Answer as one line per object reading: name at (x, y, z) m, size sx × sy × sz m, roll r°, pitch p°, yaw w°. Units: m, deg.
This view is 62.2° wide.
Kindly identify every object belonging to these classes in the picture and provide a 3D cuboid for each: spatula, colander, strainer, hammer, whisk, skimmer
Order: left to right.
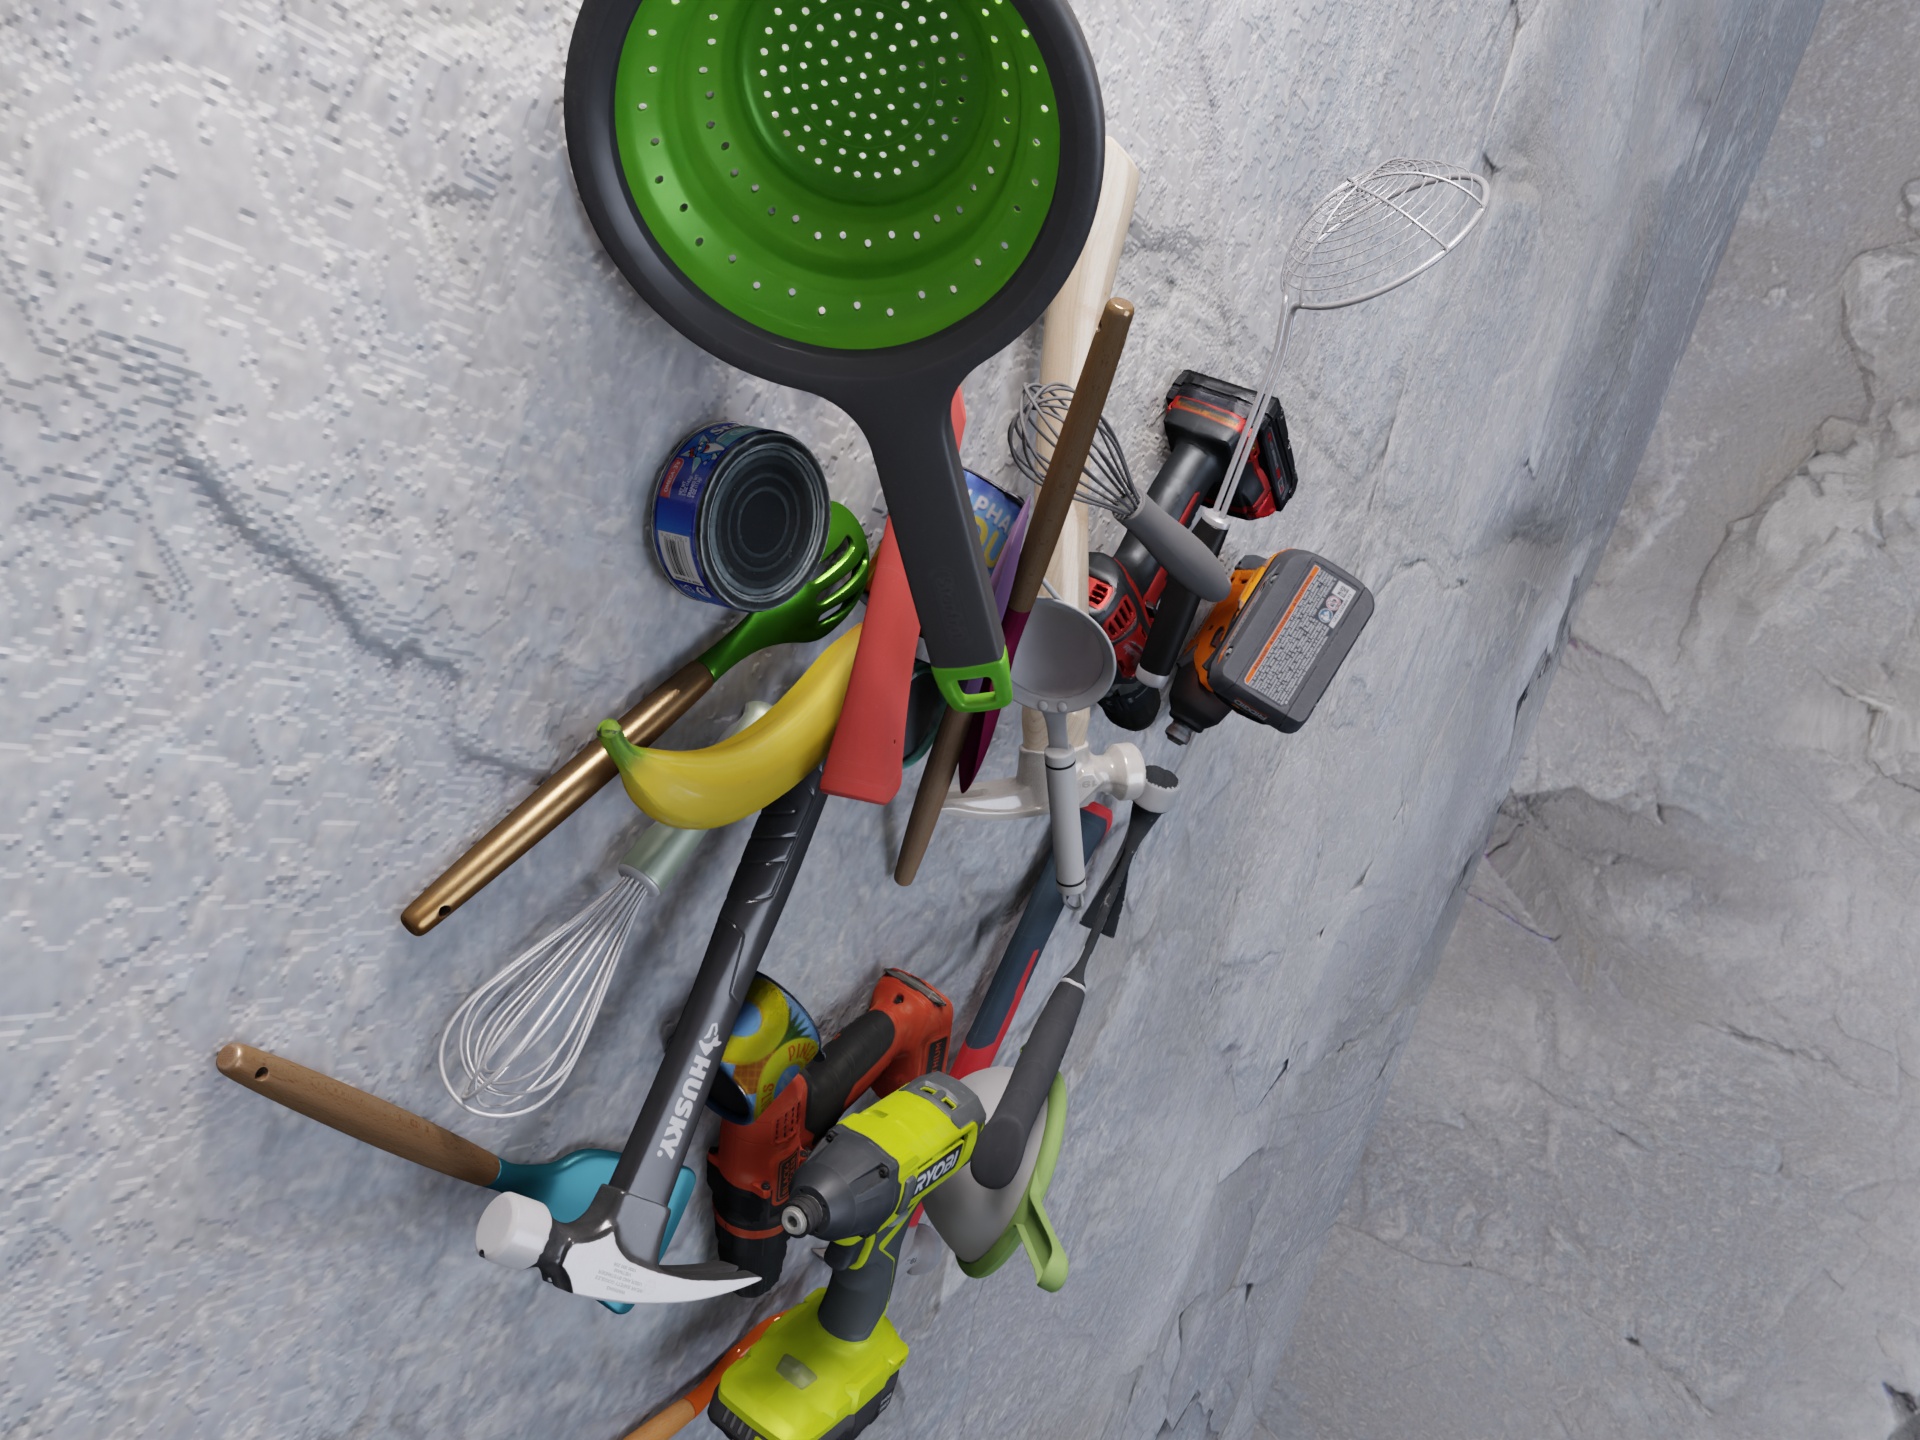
spatula at (-0.226, 0.206, 0.741) m, size 0.082 × 0.044 × 0.317 m, roll -63°, pitch 151°, yaw -18°
whisk at (-0.161, 0.083, 0.769) m, size 0.246 × 0.059 × 0.058 m, roll -56°, pitch -173°, yaw -27°
spatula at (-0.182, 0.450, 0.998) m, size 0.322 × 0.041 × 0.081 m, roll -17°, pitch 125°, yaw -54°
hammer at (-0.115, 0.130, 0.816) m, size 0.146 × 0.035 × 0.335 m, roll 35°, pitch 66°, yaw -37°
colander at (-0.027, -0.178, 0.680) m, size 0.095 × 0.204 × 0.396 m, roll -82°, pitch 162°, yaw -50°
hammer at (-0.018, -0.138, 0.787) m, size 0.149 × 0.037 × 0.359 m, roll 25°, pitch 76°, yaw -63°
spatula at (-0.001, -0.003, 0.906) m, size 0.315 × 0.018 × 0.060 m, roll 108°, pitch 2°, yaw -46°
hammer at (0.012, 0.232, 1.177) m, size 0.143 × 0.038 × 0.386 m, roll 30°, pitch 84°, yaw -60°
strainer at (0.016, 0.300, 1.033) m, size 0.151 × 0.069 × 0.256 m, roll -64°, pitch -171°, yaw 1°
hammer at (0.052, -0.132, 0.950) m, size 0.146 × 0.038 × 0.410 m, roll -6°, pitch 114°, yaw -19°
strainer at (0.059, 0.013, 0.970) m, size 0.050 × 0.087 × 0.258 m, roll -57°, pitch 146°, yaw -52°
hammer at (0.079, 0.180, 1.109) m, size 0.409 × 0.036 × 0.149 m, roll -54°, pitch 164°, yaw -59°
whisk at (0.100, -0.123, 0.917) m, size 0.238 × 0.055 × 0.055 m, roll 33°, pitch 81°, yaw -48°
skimmer at (0.209, -0.175, 0.998) m, size 0.127 × 0.090 × 0.363 m, roll -107°, pitch -148°, yaw -60°

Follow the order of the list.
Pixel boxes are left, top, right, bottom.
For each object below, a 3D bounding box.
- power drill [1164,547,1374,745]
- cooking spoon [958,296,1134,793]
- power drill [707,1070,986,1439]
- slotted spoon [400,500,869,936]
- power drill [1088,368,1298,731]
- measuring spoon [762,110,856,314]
power drill at (0.218, -0.048, 1.200) m, size 0.164 × 0.084 × 0.226 m, roll -59°, pitch -176°, yaw 1°
cooking spoon at (0.039, -0.082, 0.854) m, size 0.069 × 0.017 × 0.318 m, roll -94°, pitch -164°, yaw -48°
power drill at (-0.073, 0.336, 0.965) m, size 0.171 × 0.080 × 0.223 m, roll -15°, pitch 127°, yaw -58°
slotted spoon at (-0.139, -0.006, 0.756) m, size 0.314 × 0.031 × 0.070 m, roll -45°, pitch 140°, yaw -32°
power drill at (0.148, -0.110, 1.123) m, size 0.227 × 0.080 × 0.187 m, roll -56°, pitch 150°, yaw -14°
measuring spoon at (-0.068, -0.220, 0.730) m, size 0.034 × 0.018 × 0.124 m, roll -50°, pitch 147°, yaw -28°
